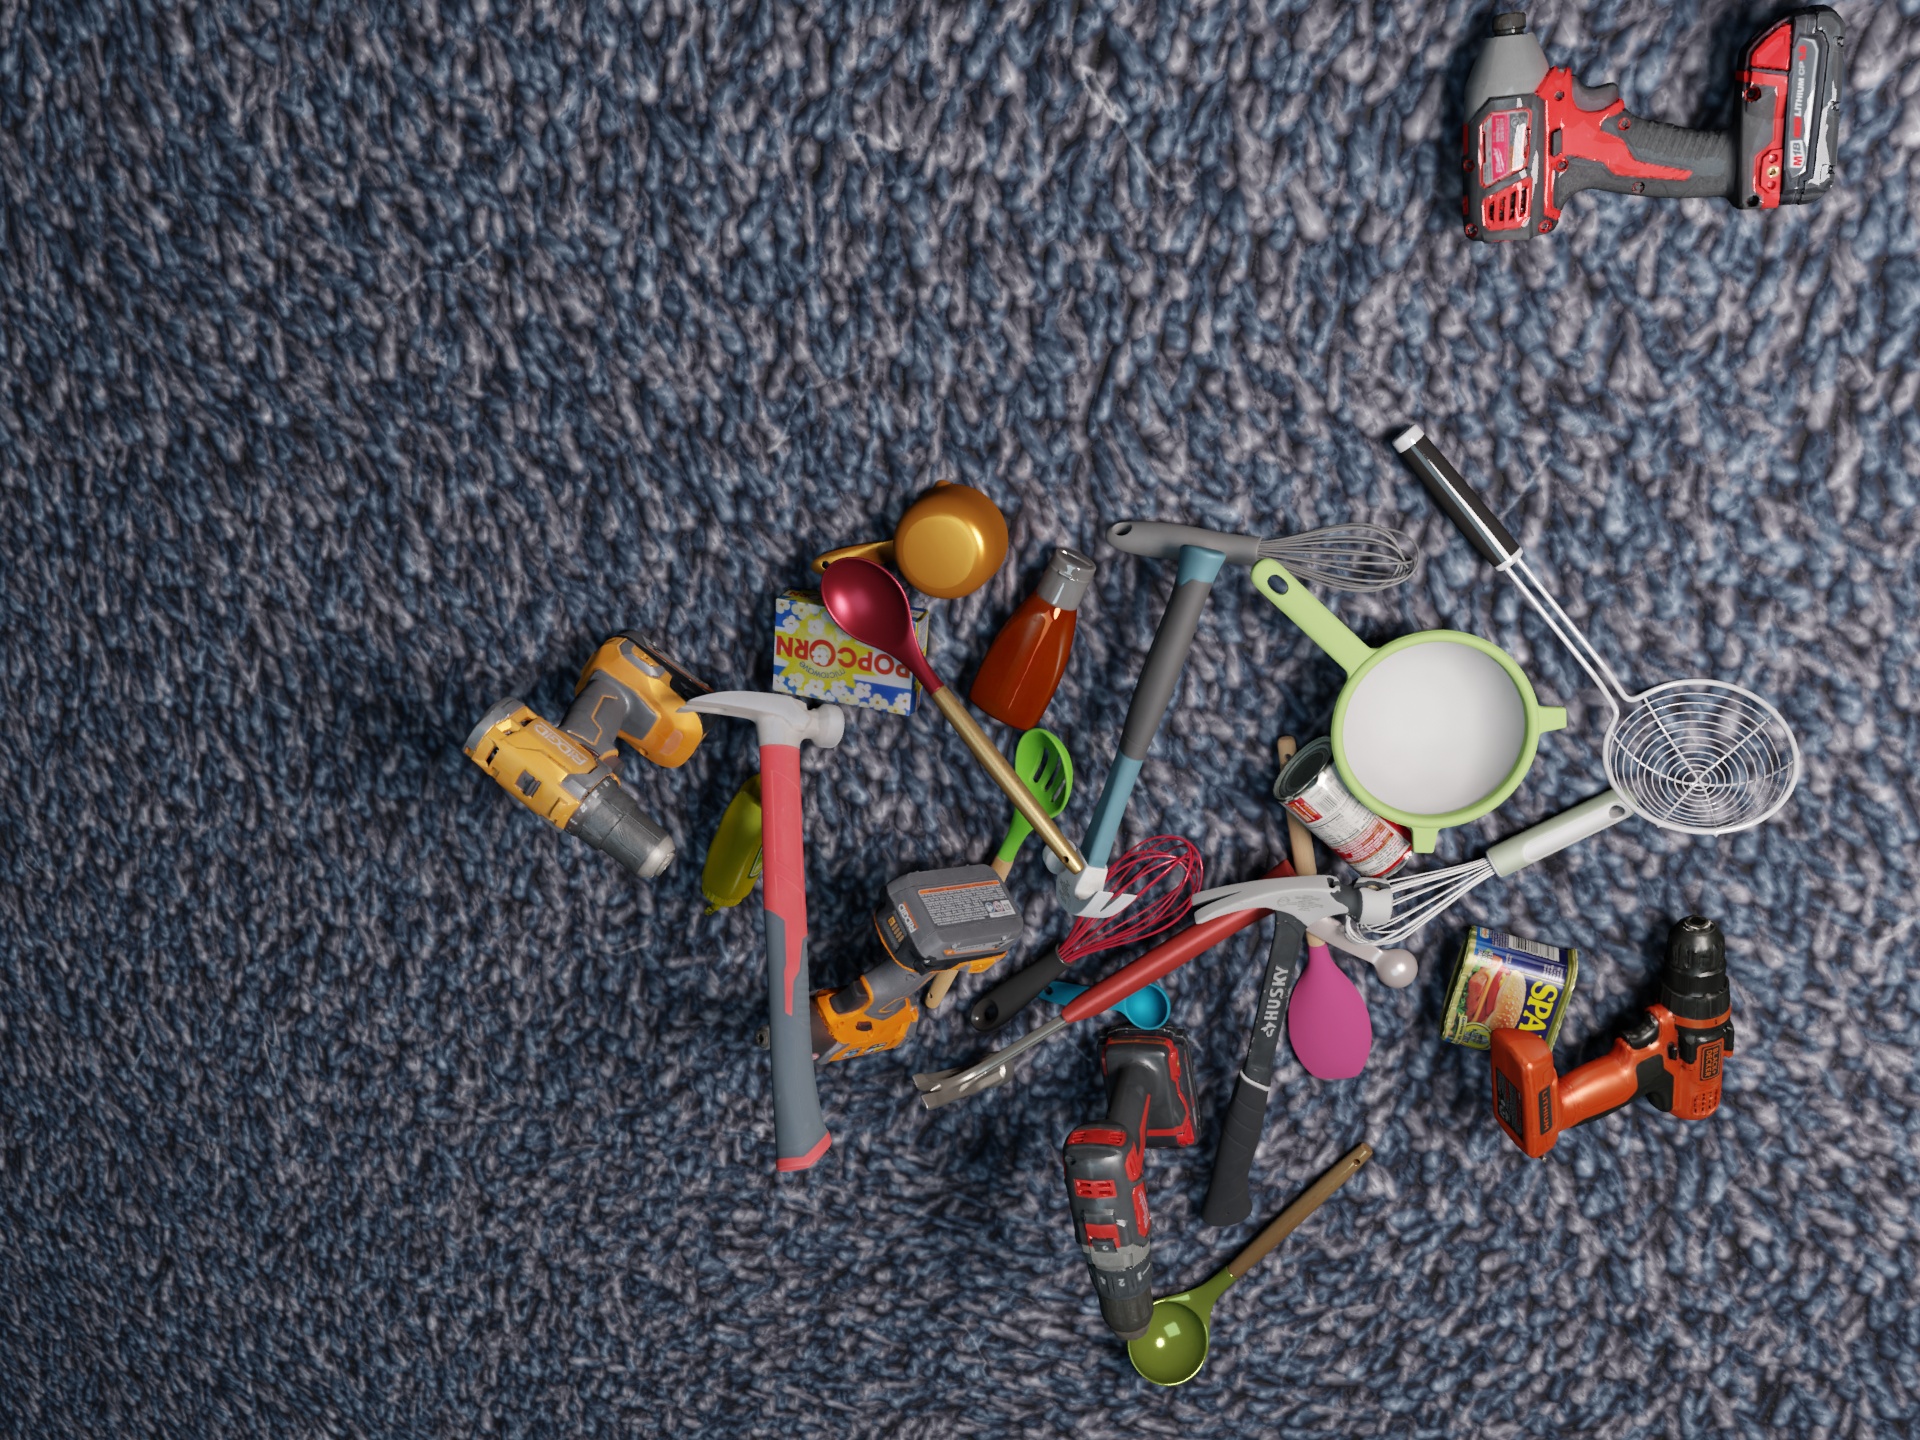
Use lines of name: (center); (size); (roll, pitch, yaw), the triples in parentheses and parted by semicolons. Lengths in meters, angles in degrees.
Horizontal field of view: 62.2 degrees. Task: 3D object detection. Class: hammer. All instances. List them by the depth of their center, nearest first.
hammer: (0.138, 0.012, 1.247); (0.033, 0.128, 0.330); (8, 116, -18)
hammer: (-0.155, 0.164, 1.283); (0.038, 0.143, 0.387); (-30, 59, 53)
hammer: (0.244, 0.286, 1.325); (0.149, 0.036, 0.408); (3, 126, -2)
hammer: (0.127, 0.222, 1.325); (0.359, 0.149, 0.037); (-35, 72, 20)

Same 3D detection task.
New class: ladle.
ladle: (-0.002, -0.004, 1.271); (0.069, 0.031, 0.315); (-41, 85, 31)
ladle: (0.263, 0.491, 1.439); (0.078, 0.062, 0.320); (38, 114, 0)

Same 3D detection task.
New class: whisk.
whisk: (0.225, -0.132, 1.207); (0.239, 0.055, 0.055); (8, 113, 19)
whisk: (0.411, 0.116, 1.246); (0.246, 0.059, 0.057); (-31, 112, 21)
whisk: (0.103, 0.191, 1.368); (0.073, 0.073, 0.295); (44, 123, -3)

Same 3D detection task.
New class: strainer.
strainer: (0.313, -0.034, 1.196); (0.256, 0.069, 0.151); (42, 103, -4)

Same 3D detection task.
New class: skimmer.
skimmer: (0.444, -0.073, 1.135); (0.127, 0.090, 0.363); (-41, 93, -7)

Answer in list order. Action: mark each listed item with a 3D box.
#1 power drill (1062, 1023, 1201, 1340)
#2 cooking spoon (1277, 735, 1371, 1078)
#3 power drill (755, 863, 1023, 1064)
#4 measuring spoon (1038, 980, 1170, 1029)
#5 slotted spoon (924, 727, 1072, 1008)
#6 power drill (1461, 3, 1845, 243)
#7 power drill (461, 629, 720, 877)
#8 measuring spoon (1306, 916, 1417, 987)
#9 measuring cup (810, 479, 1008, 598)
power drill: (0.145, 0.380, 1.333); (0.080, 0.227, 0.187); (-4, 109, 19)
cooking spoon: (0.291, 0.161, 1.317); (0.069, 0.017, 0.318); (-7, 109, 17)
power drill: (-0.068, 0.219, 1.359); (0.226, 0.164, 0.084); (-48, 59, 35)
measuring spoon: (0.126, 0.244, 1.407); (0.129, 0.021, 0.042); (5, 99, 25)
slotted spoon: (0.028, 0.136, 1.382); (0.070, 0.031, 0.313); (48, 127, 35)
power drill: (0.436, -0.389, 1.020); (0.220, 0.078, 0.143); (0, 111, 20)
power drill: (-0.281, 0.028, 1.325); (0.185, 0.226, 0.084); (38, 117, 0)
measuring spoon: (0.322, 0.185, 1.304); (0.124, 0.018, 0.034); (29, 106, -8)
measuring cup: (-0.049, -0.134, 1.285); (0.173, 0.052, 0.095); (-10, 108, 19)
